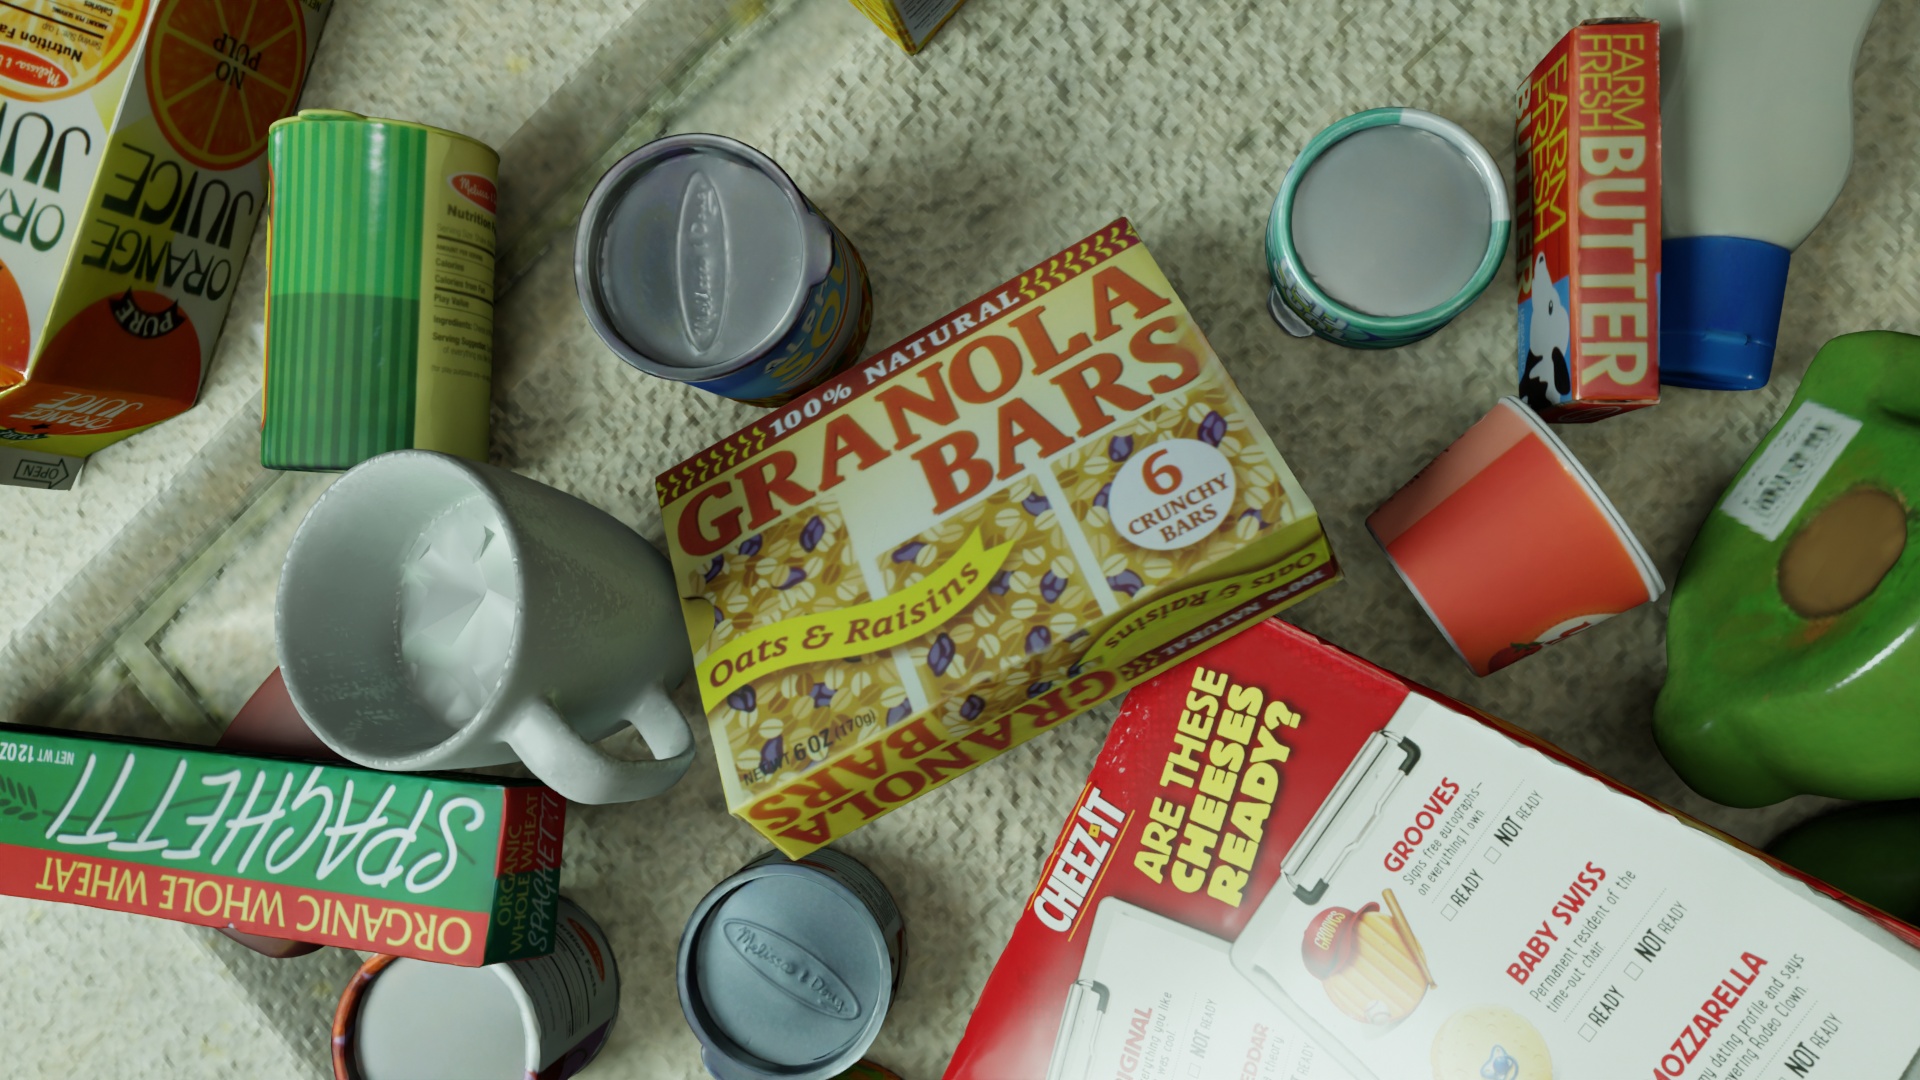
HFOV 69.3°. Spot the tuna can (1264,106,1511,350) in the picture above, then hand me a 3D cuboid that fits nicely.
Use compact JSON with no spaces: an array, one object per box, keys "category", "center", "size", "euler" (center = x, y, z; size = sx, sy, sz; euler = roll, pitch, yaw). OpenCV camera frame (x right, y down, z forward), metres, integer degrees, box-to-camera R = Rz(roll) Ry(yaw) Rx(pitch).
[{"category":"tuna can","center":[0.122,-0.089,0.407],"size":[0.071,0.033,0.071],"euler":[0,89,8]}]

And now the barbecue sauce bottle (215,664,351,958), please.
[{"category":"barbecue sauce bottle","center":[-0.191,0.055,0.442],"size":[0.065,0.043,0.148],"euler":[34,93,11]}]

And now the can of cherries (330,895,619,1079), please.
[{"category":"can of cherries","center":[-0.149,0.148,0.427],"size":[0.071,0.058,0.071],"euler":[0,89,7]}]

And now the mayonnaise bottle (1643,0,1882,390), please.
[{"category":"mayonnaise bottle","center":[0.219,-0.118,0.391],"size":[0.065,0.041,0.148],"euler":[9,92,9]}]

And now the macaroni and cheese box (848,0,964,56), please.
[{"category":"macaroni and cheese box","center":[-0.059,-0.207,0.366],"size":[0.124,0.166,0.040],"euler":[44,96,6]}]

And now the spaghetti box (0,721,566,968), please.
[{"category":"spaghetti box","center":[-0.232,0.085,0.411],"size":[0.250,0.028,0.050],"euler":[2,82,18]}]

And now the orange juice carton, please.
[{"category":"orange juice carton","center":[-0.281,-0.108,0.443],"size":[0.073,0.072,0.192],"euler":[20,92,8]}]

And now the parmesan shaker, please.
[{"category":"parmesan shaker","center":[-0.180,-0.072,0.428],"size":[0.071,0.071,0.103],"euler":[2,90,8]}]

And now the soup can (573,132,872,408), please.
[{"category":"soup can","center":[-0.062,-0.075,0.406],"size":[0.071,0.084,0.071],"euler":[0,90,8]}]

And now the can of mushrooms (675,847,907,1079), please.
[{"category":"can of mushrooms","center":[-0.052,0.131,0.427],"size":[0.071,0.033,0.071],"euler":[0,89,7]}]

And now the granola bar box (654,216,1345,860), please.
[{"category":"granola bar box","center":[0.001,-0.005,0.388],"size":[0.165,0.039,0.125],"euler":[-28,51,6]}]

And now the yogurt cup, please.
[{"category":"yogurt cup","center":[0.151,0.002,0.387],"size":[0.054,0.072,0.072],"euler":[-36,85,14]}]

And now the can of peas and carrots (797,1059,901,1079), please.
[{"category":"can of peas and carrots","center":[-0.044,0.195,0.412],"size":[0.071,0.059,0.071],"euler":[0,89,8]}]

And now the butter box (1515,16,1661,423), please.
[{"category":"butter box","center":[0.175,-0.086,0.389],"size":[0.024,0.053,0.103],"euler":[0,89,6]}]
